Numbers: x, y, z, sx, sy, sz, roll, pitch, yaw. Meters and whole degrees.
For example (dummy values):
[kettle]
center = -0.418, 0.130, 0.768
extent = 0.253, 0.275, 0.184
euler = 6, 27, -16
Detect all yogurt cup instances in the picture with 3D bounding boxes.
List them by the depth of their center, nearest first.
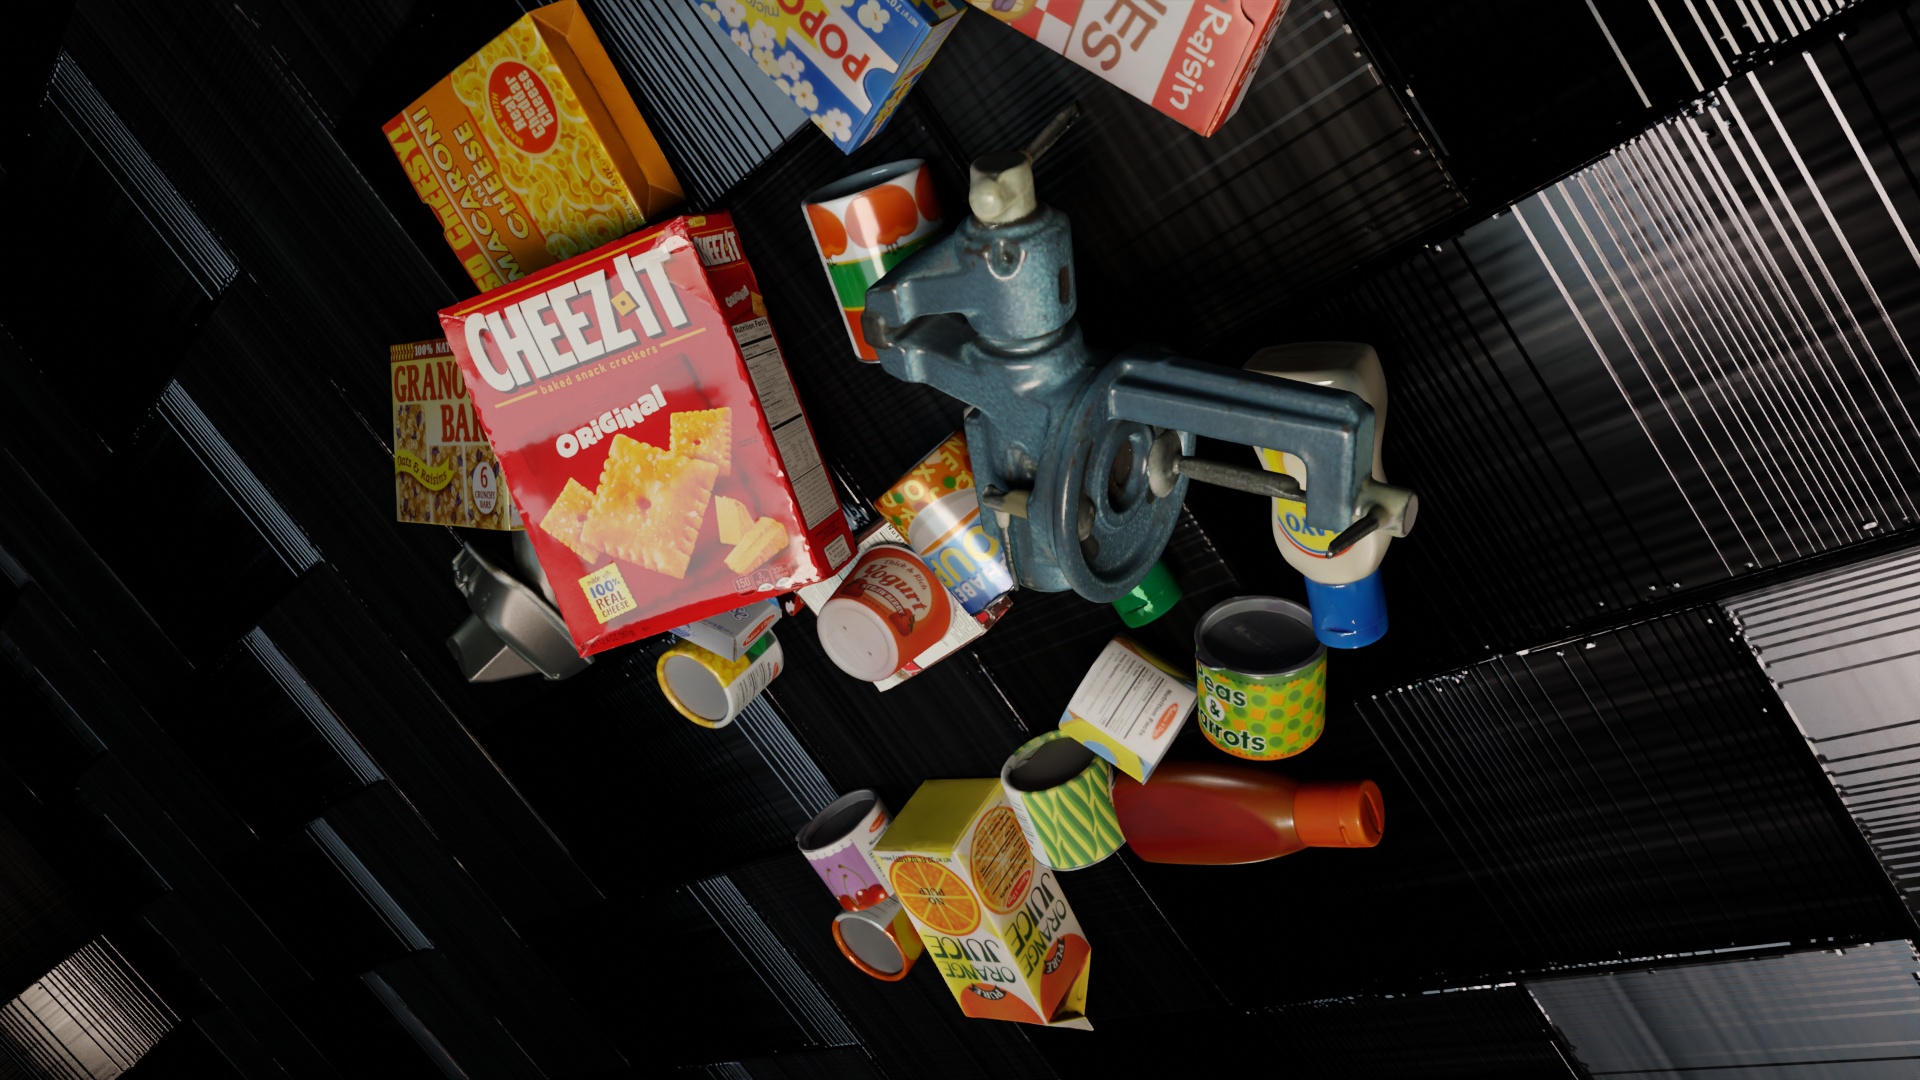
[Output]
[yogurt cup]
center = -0.045, 0.043, 0.787
extent = 0.072, 0.054, 0.072
euler = 16, 126, 24

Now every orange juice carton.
[orange juice carton]
center = 0.025, 0.257, 0.935
extent = 0.071, 0.073, 0.192
euler = -10, 115, 39

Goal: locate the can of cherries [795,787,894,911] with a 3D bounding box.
[can of cherries]
center = -0.073, 0.218, 0.980
extent = 0.071, 0.072, 0.058
euler = -19, 110, 42

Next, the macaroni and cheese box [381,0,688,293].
[macaroni and cheese box]
center = -0.251, -0.219, 0.805
extent = 0.166, 0.040, 0.123
euler = -14, 111, 40

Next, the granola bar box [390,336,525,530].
[granola bar box]
center = -0.318, -0.071, 0.908
extent = 0.165, 0.039, 0.124
euler = 3, 96, 45

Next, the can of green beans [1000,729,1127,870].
[can of green beans]
center = 0.064, 0.155, 0.838
extent = 0.071, 0.071, 0.057
euler = -5, 117, 37

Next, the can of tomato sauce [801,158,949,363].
[can of tomato sauce]
center = -0.033, -0.140, 0.693
extent = 0.071, 0.071, 0.082
euler = -2, 119, 36

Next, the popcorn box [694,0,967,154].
[popcorn box]
center = -0.070, -0.259, 0.651
extent = 0.126, 0.038, 0.085
euler = 45, 134, -1

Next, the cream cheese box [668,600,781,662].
[cream cheese box]
center = -0.176, 0.040, 0.932
extent = 0.104, 0.054, 0.024
euler = 22, 129, 20

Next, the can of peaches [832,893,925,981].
[can of peaches]
center = -0.051, 0.279, 1.014
extent = 0.071, 0.058, 0.071
euler = 18, 129, 24

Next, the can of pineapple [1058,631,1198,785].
[can of pineapple]
center = 0.096, 0.093, 0.773
extent = 0.058, 0.071, 0.070
euler = 33, 134, 12

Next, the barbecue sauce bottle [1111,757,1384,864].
[barbecue sauce bottle]
center = 0.162, 0.154, 0.786
extent = 0.148, 0.044, 0.064
euler = -8, 116, 38

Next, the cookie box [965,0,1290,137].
[cookie box]
center = 0.060, -0.259, 0.559
extent = 0.167, 0.040, 0.122
euler = 33, 134, 10

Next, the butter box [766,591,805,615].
[butter box]
center = -0.141, 0.002, 0.900
extent = 0.103, 0.024, 0.052
euler = 29, 133, 14

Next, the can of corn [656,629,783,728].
[can of corn]
center = -0.167, 0.085, 0.954
extent = 0.071, 0.058, 0.070
euler = 18, 129, 23

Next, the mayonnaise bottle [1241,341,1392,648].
[mayonnaise bottle]
center = 0.174, -0.019, 0.653
extent = 0.065, 0.041, 0.147
euler = 2, 121, 35

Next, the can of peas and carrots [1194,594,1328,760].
[can of peas and carrots]
center = 0.152, 0.071, 0.713
extent = 0.071, 0.071, 0.058
euler = 12, 128, 28

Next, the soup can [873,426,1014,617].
[soup can]
center = 0.003, -0.010, 0.758
extent = 0.083, 0.072, 0.071
euler = 48, 135, -4

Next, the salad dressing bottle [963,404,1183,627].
[salad dressing bottle]
center = 0.062, -0.022, 0.727
extent = 0.064, 0.044, 0.147
euler = -29, 102, 38
